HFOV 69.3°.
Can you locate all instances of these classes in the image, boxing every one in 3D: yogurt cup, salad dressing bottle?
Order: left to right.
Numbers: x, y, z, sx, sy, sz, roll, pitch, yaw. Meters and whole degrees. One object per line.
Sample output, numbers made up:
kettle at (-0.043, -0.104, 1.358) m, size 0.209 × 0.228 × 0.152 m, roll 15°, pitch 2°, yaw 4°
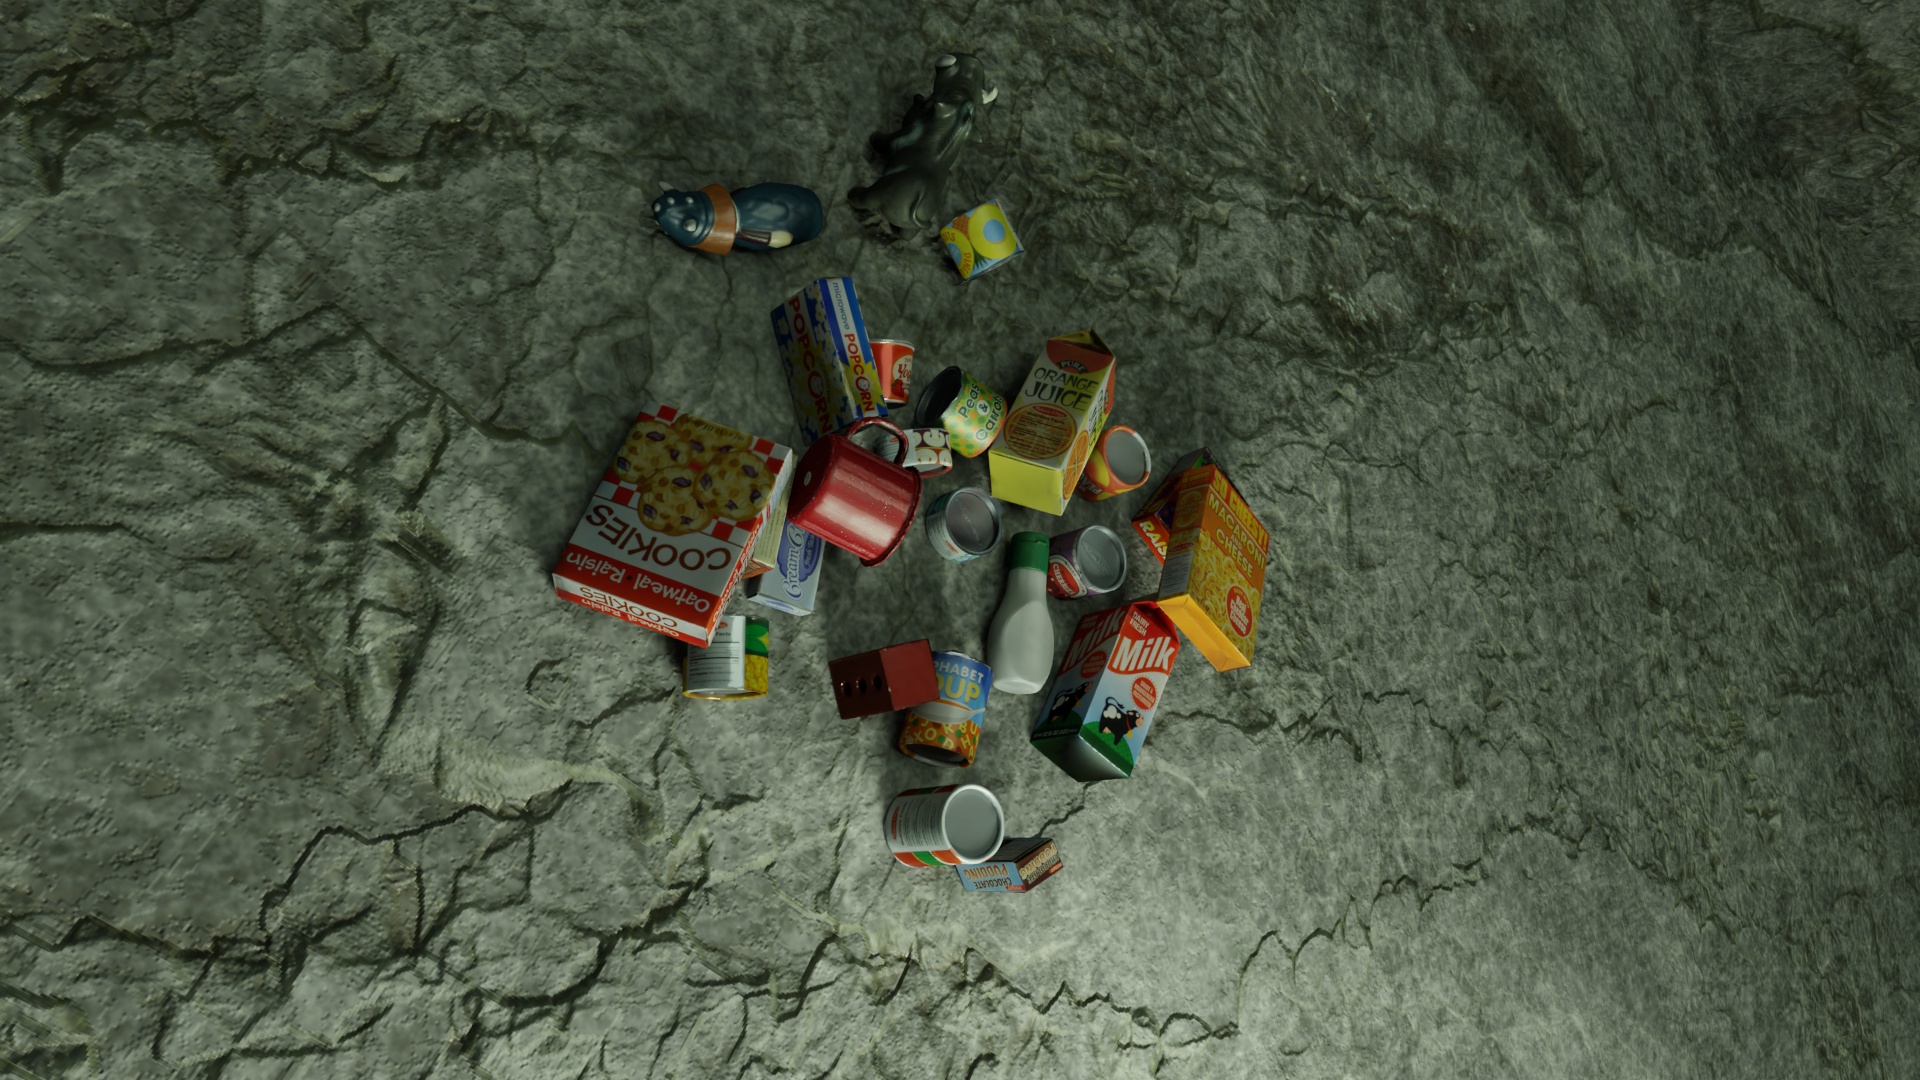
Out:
yogurt cup at (-0.074, -0.146, 1.231) m, size 0.072 × 0.072 × 0.054 m, roll 2°, pitch 84°, yaw -37°
salad dressing bottle at (0.059, 0.066, 1.286) m, size 0.064 × 0.044 × 0.148 m, roll 21°, pitch 64°, yaw -30°

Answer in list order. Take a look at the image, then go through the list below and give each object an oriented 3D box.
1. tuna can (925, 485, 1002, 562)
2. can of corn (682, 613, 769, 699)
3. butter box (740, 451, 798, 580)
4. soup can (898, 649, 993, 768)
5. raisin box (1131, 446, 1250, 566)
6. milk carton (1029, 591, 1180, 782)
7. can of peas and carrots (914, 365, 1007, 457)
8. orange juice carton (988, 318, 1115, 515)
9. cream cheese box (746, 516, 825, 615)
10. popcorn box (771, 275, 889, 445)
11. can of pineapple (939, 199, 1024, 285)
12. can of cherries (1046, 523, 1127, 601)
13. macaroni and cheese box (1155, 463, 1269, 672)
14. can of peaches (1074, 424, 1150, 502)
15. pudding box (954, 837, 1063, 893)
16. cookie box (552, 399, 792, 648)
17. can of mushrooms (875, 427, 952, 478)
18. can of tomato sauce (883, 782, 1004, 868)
tuna can at (0.005, -0.016, 1.273) m, size 0.071 × 0.032 × 0.071 m, roll 11°, pitch 71°, yaw -35°
can of corn at (-0.181, 0.092, 1.079) m, size 0.071 × 0.071 × 0.058 m, roll 9°, pitch 73°, yaw -36°
butter box at (-0.164, -0.022, 1.132) m, size 0.024 × 0.053 × 0.104 m, roll 24°, pitch 64°, yaw -34°
soup can at (-0.012, 0.144, 1.190) m, size 0.071 × 0.071 × 0.084 m, roll 28°, pitch 62°, yaw -29°
raisin box at (0.243, -0.027, 1.457) m, size 0.086 × 0.040 × 0.124 m, roll 53°, pitch 53°, yaw -14°
milk carton at (0.144, 0.127, 1.314) m, size 0.073 × 0.072 × 0.191 m, roll 41°, pitch 56°, yaw -22°
can of peas and carrots at (0.002, -0.118, 1.276) m, size 0.058 × 0.070 × 0.071 m, roll 32°, pitch 60°, yaw -28°
orange juice carton at (0.097, -0.125, 1.333) m, size 0.073 × 0.071 × 0.193 m, roll 17°, pitch 57°, yaw 16°
cream cheese box at (-0.142, 0.007, 1.159) m, size 0.053 × 0.024 × 0.104 m, roll 23°, pitch 64°, yaw -31°
popcorn box at (-0.113, -0.152, 1.188) m, size 0.038 × 0.085 × 0.126 m, roll -12°, pitch 85°, yaw -38°
can of pineapple at (0.019, -0.289, 1.342) m, size 0.071 × 0.071 × 0.058 m, roll -33°, pitch 98°, yaw -39°
can of cherries at (0.115, 0.023, 1.331) m, size 0.071 × 0.058 × 0.071 m, roll 11°, pitch 71°, yaw -36°
macaroni and cheese box at (0.252, 0.027, 1.376) m, size 0.123 × 0.040 × 0.167 m, roll 46°, pitch 45°, yaw -32°
can of peaches at (0.146, -0.076, 1.383) m, size 0.071 × 0.058 × 0.071 m, roll 12°, pitch 70°, yaw -36°
pudding box at (0.041, 0.276, 1.185) m, size 0.050 × 0.083 × 0.030 m, roll -24°, pitch 95°, yaw -40°
cookie box at (-0.217, -0.014, 1.062) m, size 0.123 × 0.040 × 0.168 m, roll 19°, pitch 61°, yaw 3°
can of mushrooms at (-0.039, -0.077, 1.235) m, size 0.071 × 0.071 × 0.033 m, roll 0°, pitch 78°, yaw -38°
can of tomato sauce at (-0.012, 0.237, 1.155) m, size 0.071 × 0.083 × 0.071 m, roll 11°, pitch 71°, yaw -35°
